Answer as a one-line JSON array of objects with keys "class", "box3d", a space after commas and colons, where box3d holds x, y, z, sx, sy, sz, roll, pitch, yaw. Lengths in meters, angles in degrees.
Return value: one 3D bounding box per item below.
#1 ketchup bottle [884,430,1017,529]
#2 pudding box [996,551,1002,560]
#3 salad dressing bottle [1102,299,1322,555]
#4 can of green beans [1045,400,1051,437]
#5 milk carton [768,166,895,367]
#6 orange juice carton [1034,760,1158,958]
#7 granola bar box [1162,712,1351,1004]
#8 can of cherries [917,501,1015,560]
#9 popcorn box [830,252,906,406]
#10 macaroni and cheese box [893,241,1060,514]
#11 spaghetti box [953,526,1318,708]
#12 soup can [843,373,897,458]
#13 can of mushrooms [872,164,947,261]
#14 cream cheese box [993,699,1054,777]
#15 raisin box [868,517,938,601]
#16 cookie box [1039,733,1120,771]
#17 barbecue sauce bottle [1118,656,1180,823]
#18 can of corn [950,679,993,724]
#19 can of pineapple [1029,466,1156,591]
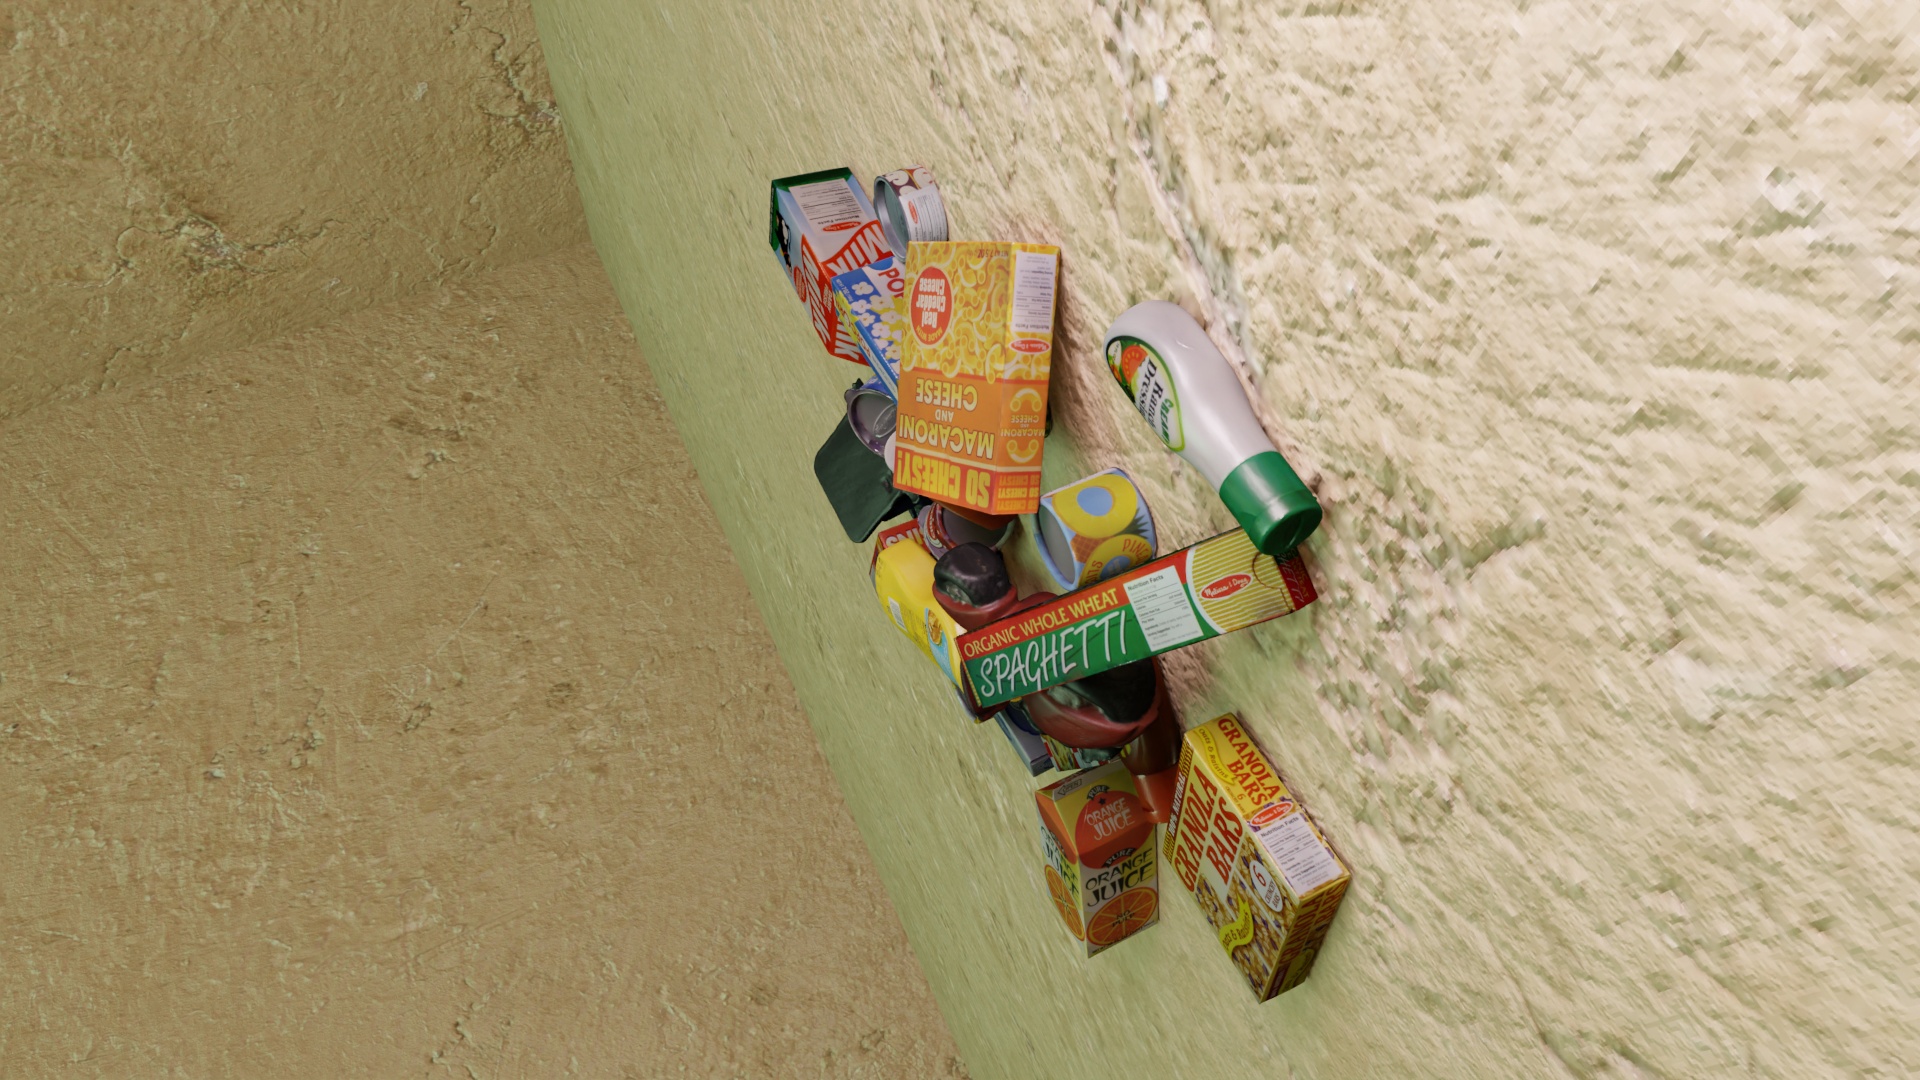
[{"class": "ketchup bottle", "box3d": [-0.007, -0.050, 1.040, 0.149, 0.043, 0.065, 21, -140, -62]}, {"class": "pudding box", "box3d": [0.012, 0.040, 1.232, 0.030, 0.050, 0.083, 52, 158, 42]}, {"class": "salad dressing bottle", "box3d": [0.126, -0.058, 0.700, 0.148, 0.044, 0.064, 59, 161, 32]}, {"class": "can of green beans", "box3d": [0.024, -0.094, 0.984, 0.071, 0.058, 0.071, 59, 163, 32]}, {"class": "milk carton", "box3d": [-0.095, -0.224, 1.169, 0.191, 0.074, 0.072, 61, 155, 32]}, {"class": "orange juice carton", "box3d": [0.111, 0.247, 1.127, 0.073, 0.072, 0.191, 52, 159, 44]}, {"class": "granola bar box", "box3d": [0.182, 0.203, 0.880, 0.124, 0.039, 0.164, 57, 162, 34]}, {"class": "can of cherries", "box3d": [0.004, -0.014, 1.141, 0.071, 0.071, 0.058, 67, 165, 5]}, {"class": "popcorn box", "box3d": [-0.034, -0.160, 1.040, 0.127, 0.085, 0.038, 57, 162, 36]}, {"class": "macaroni and cheese box", "box3d": [0.008, -0.108, 0.900, 0.124, 0.040, 0.166, 17, 107, 55]}, {"class": "spaghetti box", "box3d": [0.088, 0.045, 0.789, 0.249, 0.029, 0.050, -25, 86, 47]}, {"class": "soup can", "box3d": [-0.039, -0.113, 1.073, 0.071, 0.084, 0.071, 23, 140, 21]}, {"class": "can of mushrooms", "box3d": [-0.038, -0.246, 1.040, 0.071, 0.033, 0.070, 59, 163, 31]}, {"class": "cream cheese box", "box3d": [0.061, 0.153, 1.208, 0.104, 0.053, 0.024, 54, 162, 42]}, {"class": "raisin box", "box3d": [-0.037, 0.014, 1.298, 0.123, 0.086, 0.040, 112, 136, -69]}, {"class": "cookie box", "box3d": [0.088, 0.115, 1.090, 0.167, 0.040, 0.123, 131, 117, -75]}, {"class": "barbecue sauce bottle", "box3d": [0.123, 0.122, 0.964, 0.065, 0.044, 0.148, -2, 110, 66]}, {"class": "can of corn", "box3d": [0.027, 0.127, 1.282, 0.071, 0.058, 0.070, 59, 162, 31]}, {"class": "can of pineapple", "box3d": [0.085, -0.006, 0.891, 0.071, 0.058, 0.070, 58, 162, 32]}]
